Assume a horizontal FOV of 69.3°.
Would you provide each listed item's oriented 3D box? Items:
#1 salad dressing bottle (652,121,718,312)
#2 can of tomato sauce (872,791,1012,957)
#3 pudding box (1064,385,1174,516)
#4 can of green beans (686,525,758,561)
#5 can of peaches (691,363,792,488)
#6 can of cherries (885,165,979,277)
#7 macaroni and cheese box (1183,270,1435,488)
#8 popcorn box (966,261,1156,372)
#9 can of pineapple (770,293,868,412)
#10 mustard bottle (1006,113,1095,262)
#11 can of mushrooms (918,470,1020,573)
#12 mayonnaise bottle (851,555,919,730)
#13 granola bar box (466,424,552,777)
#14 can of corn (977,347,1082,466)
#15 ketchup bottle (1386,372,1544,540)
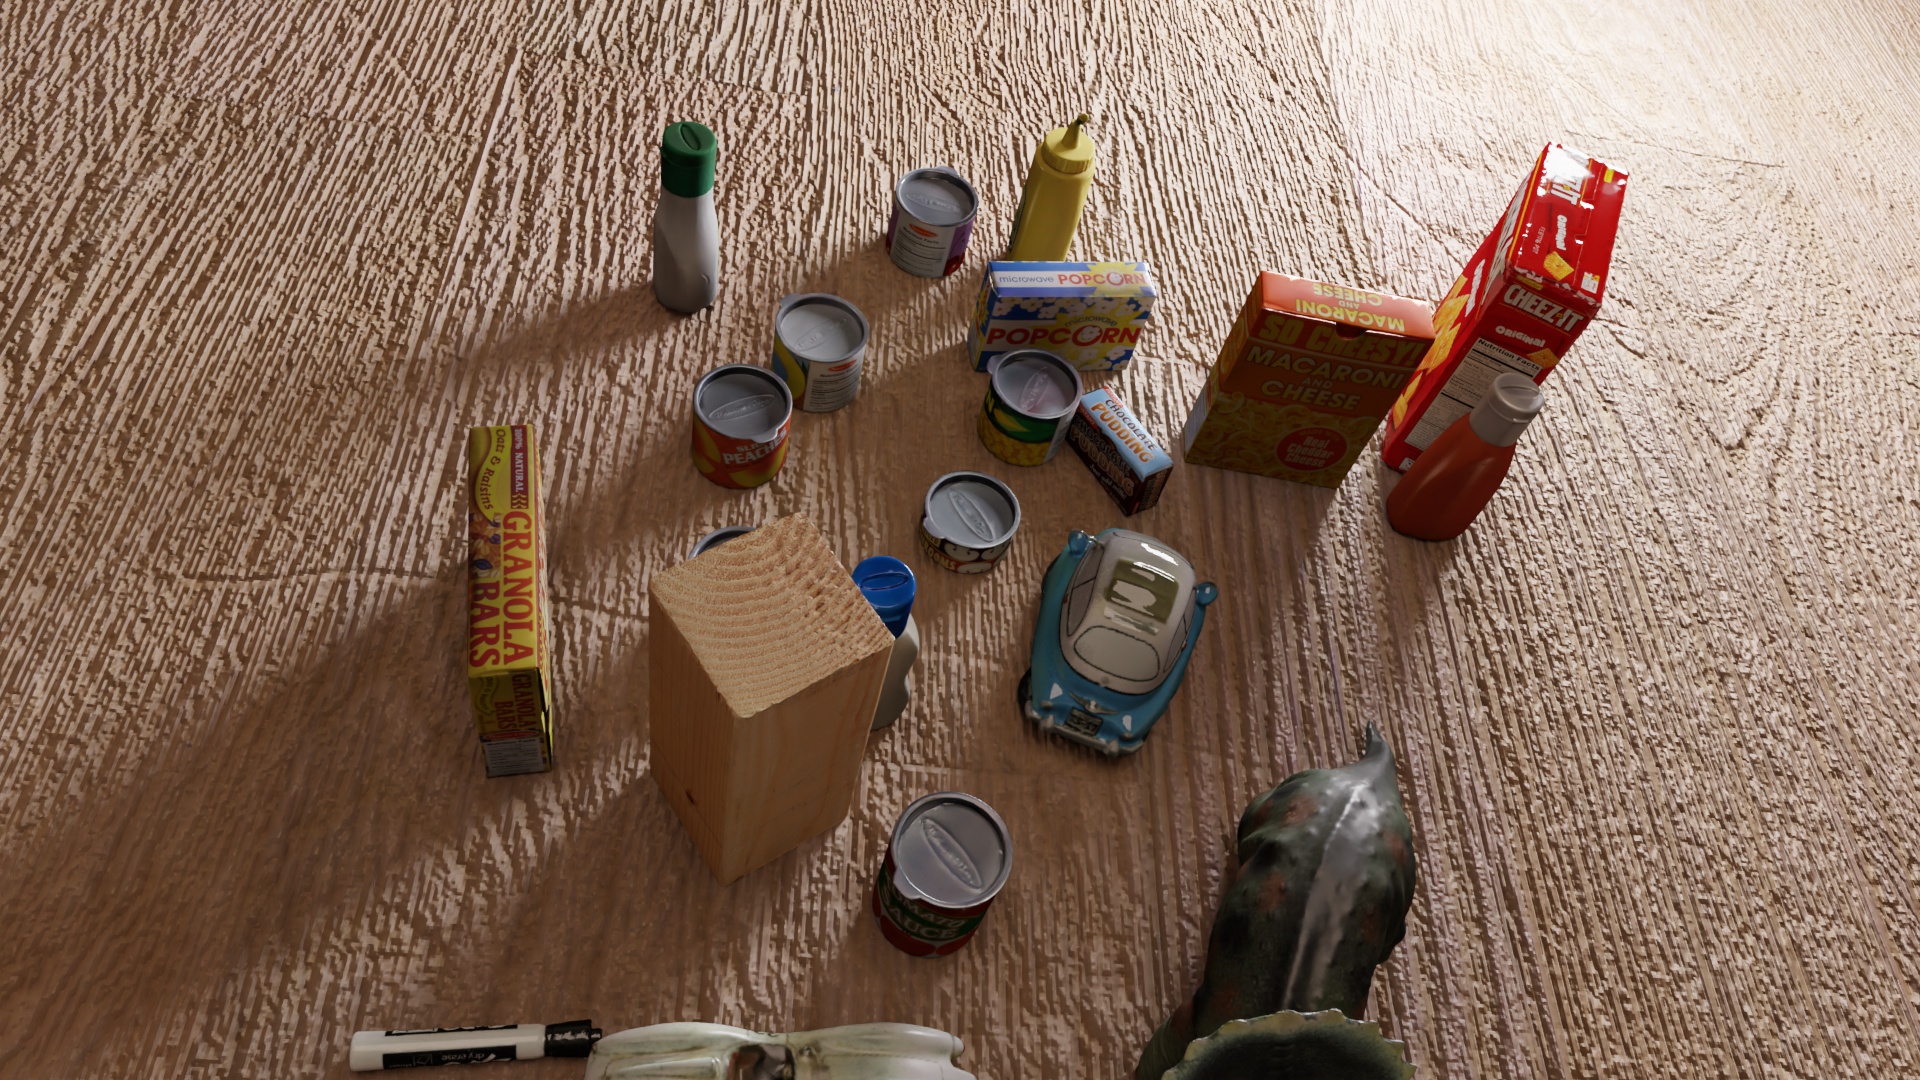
[{"bbox_3d":[-0.195,-0.229,0.990,0.044,0.146,0.064,-17,61,-23],"label":"salad dressing bottle"},{"bbox_3d":[-0.013,0.189,0.773,0.071,0.082,0.071,6,54,-9],"label":"can of tomato sauce"},{"bbox_3d":[0.114,-0.065,1.004,0.030,0.049,0.084,-23,63,-26],"label":"pudding box"},{"bbox_3d":[-0.139,0.034,0.871,0.071,0.057,0.071,6,54,-9],"label":"can of green beans"},{"bbox_3d":[-0.149,-0.076,0.947,0.071,0.057,0.071,6,54,-9],"label":"can of peaches"},{"bbox_3d":[-0.022,-0.253,1.103,0.071,0.058,0.072,6,54,-9],"label":"can of cherries"},{"bbox_3d":[0.244,-0.110,0.993,0.124,0.165,0.040,9,54,-6],"label":"macaroni and cheese box"},{"bbox_3d":[0.075,-0.168,1.047,0.127,0.084,0.038,-3,56,-15],"label":"popcorn box"},{"bbox_3d":[-0.103,-0.136,1.000,0.071,0.057,0.071,6,54,-9],"label":"can of pineapple"},{"bbox_3d":[0.073,-0.268,1.072,0.049,0.159,0.065,13,53,-4],"label":"mustard bottle"},{"bbox_3d":[0.003,-0.012,0.951,0.071,0.033,0.071,6,54,-9],"label":"can of mushrooms"},{"bbox_3d":[-0.054,0.064,0.812,0.065,0.147,0.041,-9,58,-18],"label":"mayonnaise bottle"},{"bbox_3d":[-0.259,0.035,0.801,0.039,0.123,0.166,-3,56,-15],"label":"granola bar box"},{"bbox_3d":[0.047,-0.097,1.007,0.071,0.058,0.071,6,54,-9],"label":"can of corn"},{"bbox_3d":[0.364,-0.058,0.994,0.065,0.148,0.044,3,55,-11],"label":"ketchup bottle"}]
